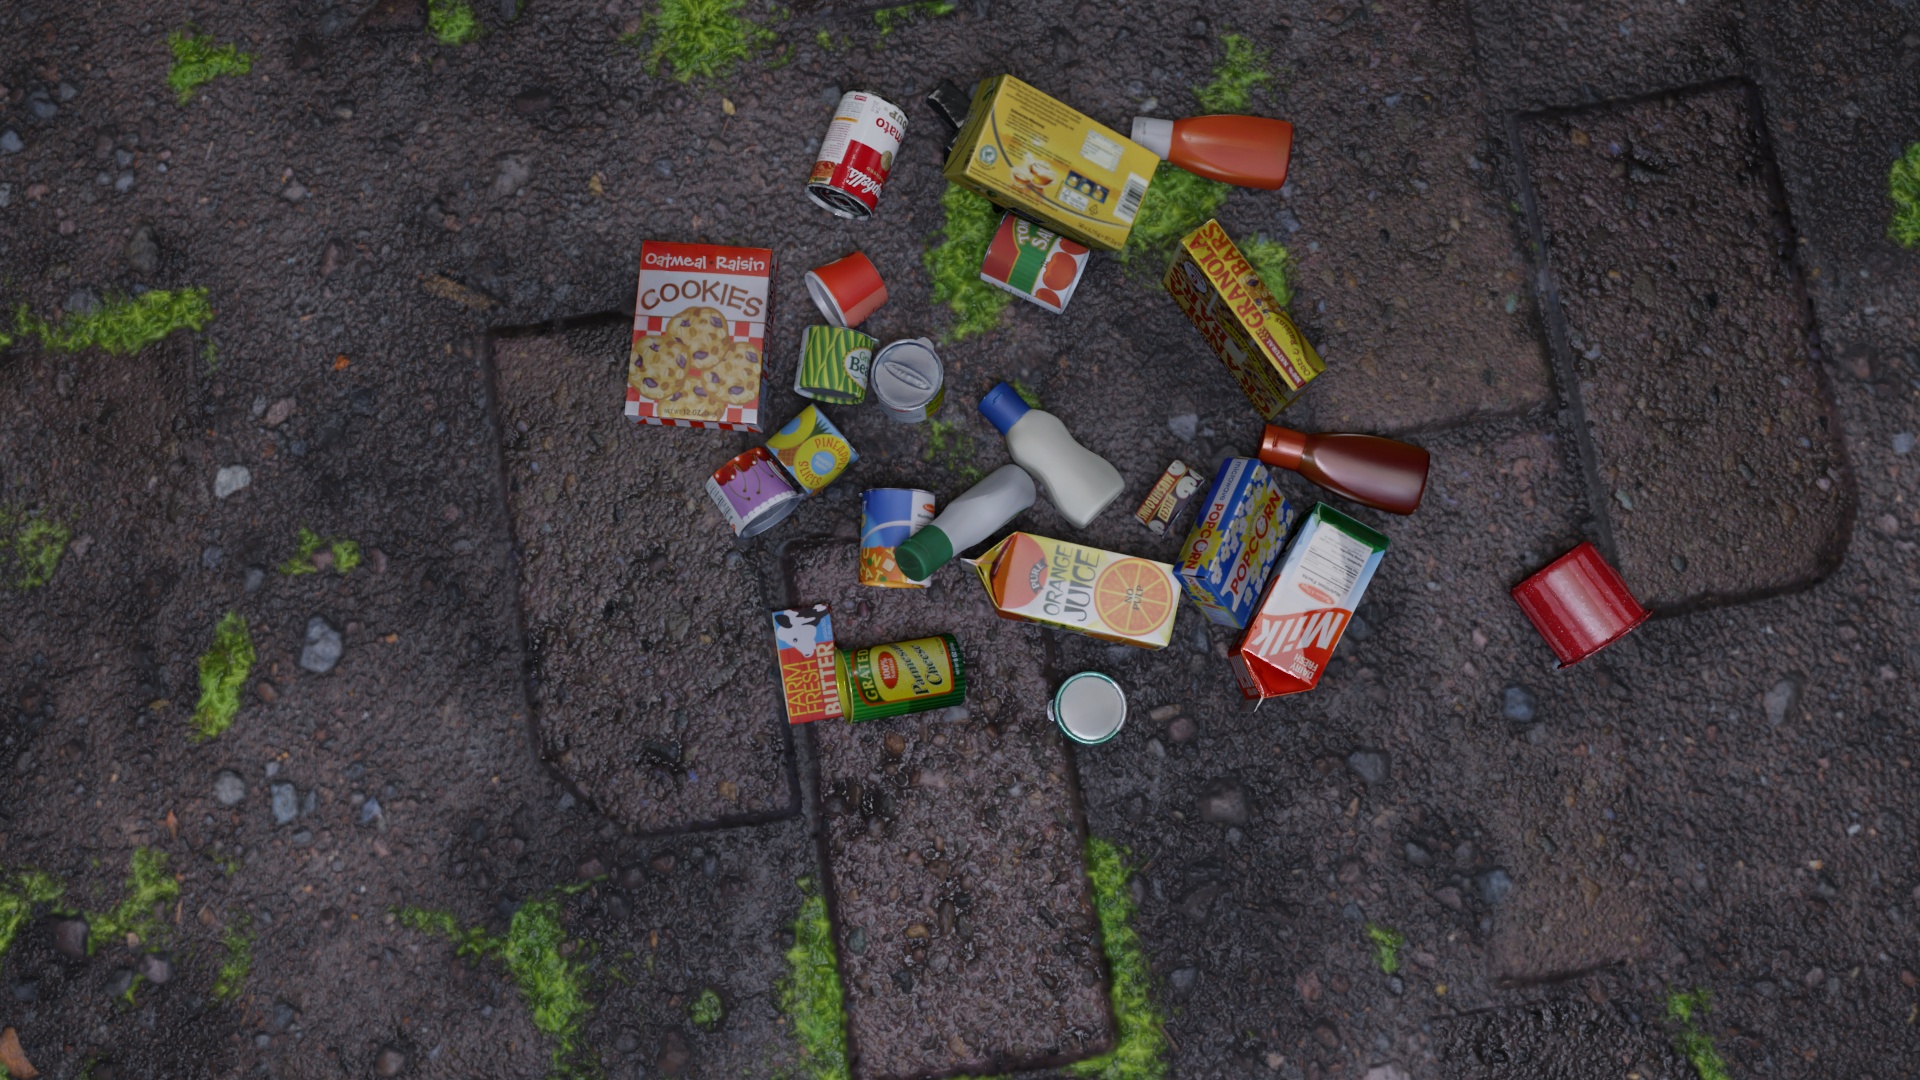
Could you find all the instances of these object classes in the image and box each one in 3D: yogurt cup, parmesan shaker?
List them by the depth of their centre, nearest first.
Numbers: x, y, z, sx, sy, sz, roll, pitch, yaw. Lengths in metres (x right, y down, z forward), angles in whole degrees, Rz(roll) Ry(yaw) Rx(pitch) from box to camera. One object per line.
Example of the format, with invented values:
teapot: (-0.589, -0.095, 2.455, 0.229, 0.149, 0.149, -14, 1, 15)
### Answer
parmesan shaker: (-0.054, 0.118, 1.218, 0.103, 0.071, 0.071, -8, 82, -16)
yogurt cup: (-0.103, -0.231, 1.281, 0.054, 0.072, 0.072, -34, 83, -11)

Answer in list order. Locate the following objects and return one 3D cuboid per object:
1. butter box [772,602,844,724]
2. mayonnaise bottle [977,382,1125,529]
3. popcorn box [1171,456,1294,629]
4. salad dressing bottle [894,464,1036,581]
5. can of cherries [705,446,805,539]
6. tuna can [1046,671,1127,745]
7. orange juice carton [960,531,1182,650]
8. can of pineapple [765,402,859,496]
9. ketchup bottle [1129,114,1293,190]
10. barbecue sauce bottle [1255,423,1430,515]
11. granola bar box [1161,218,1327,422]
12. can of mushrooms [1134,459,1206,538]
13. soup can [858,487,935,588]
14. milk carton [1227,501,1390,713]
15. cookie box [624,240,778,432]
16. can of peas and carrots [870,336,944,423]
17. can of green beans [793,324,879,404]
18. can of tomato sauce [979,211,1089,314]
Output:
butter box: (-0.136, 0.111, 1.252, 0.053, 0.024, 0.103, -10, 82, 0)
mayonnaise bottle: (0.079, -0.082, 1.268, 0.065, 0.041, 0.148, -43, 82, -6)
popcorn box: (0.241, 0.001, 1.217, 0.038, 0.085, 0.127, 9, 62, 42)
salad dressing bottle: (0.004, -0.015, 1.223, 0.148, 0.064, 0.044, -36, 105, -35)
can of cherries: (-0.185, -0.044, 1.255, 0.071, 0.071, 0.058, -35, 82, -4)
tuna can: (0.113, 0.150, 1.238, 0.071, 0.033, 0.071, 0, 82, 1)
orange juice carton: (0.094, 0.042, 1.234, 0.193, 0.071, 0.073, 12, 82, 2)
can of pineapple: (-0.133, -0.081, 1.257, 0.058, 0.071, 0.071, -41, 83, -3)
ketchup bottle: (0.234, -0.371, 1.304, 0.149, 0.043, 0.065, 9, 81, 2)
barbecue sauce bottle: (0.345, -0.070, 1.260, 0.148, 0.043, 0.065, 15, 83, 4)
granola bar box: (0.250, -0.193, 1.238, 0.039, 0.124, 0.165, -35, 83, -3)
can of mushrooms: (0.187, -0.037, 1.244, 0.033, 0.071, 0.071, 37, 84, 7)
soup can: (-0.060, -0.001, 1.247, 0.071, 0.071, 0.084, 3, 83, 1)
milk carton: (0.297, 0.068, 1.227, 0.073, 0.072, 0.191, 29, 82, 5)
cookie box: (-0.239, -0.190, 1.289, 0.123, 0.040, 0.167, 4, 82, 2)
can of peas and carrots: (-0.046, -0.147, 1.270, 0.071, 0.058, 0.071, 0, 82, 1)
can of green beans: (-0.116, -0.160, 1.269, 0.071, 0.071, 0.058, 8, 83, 2)
can of tomato sauce: (0.069, -0.256, 1.278, 0.083, 0.071, 0.071, 25, 83, 4)
